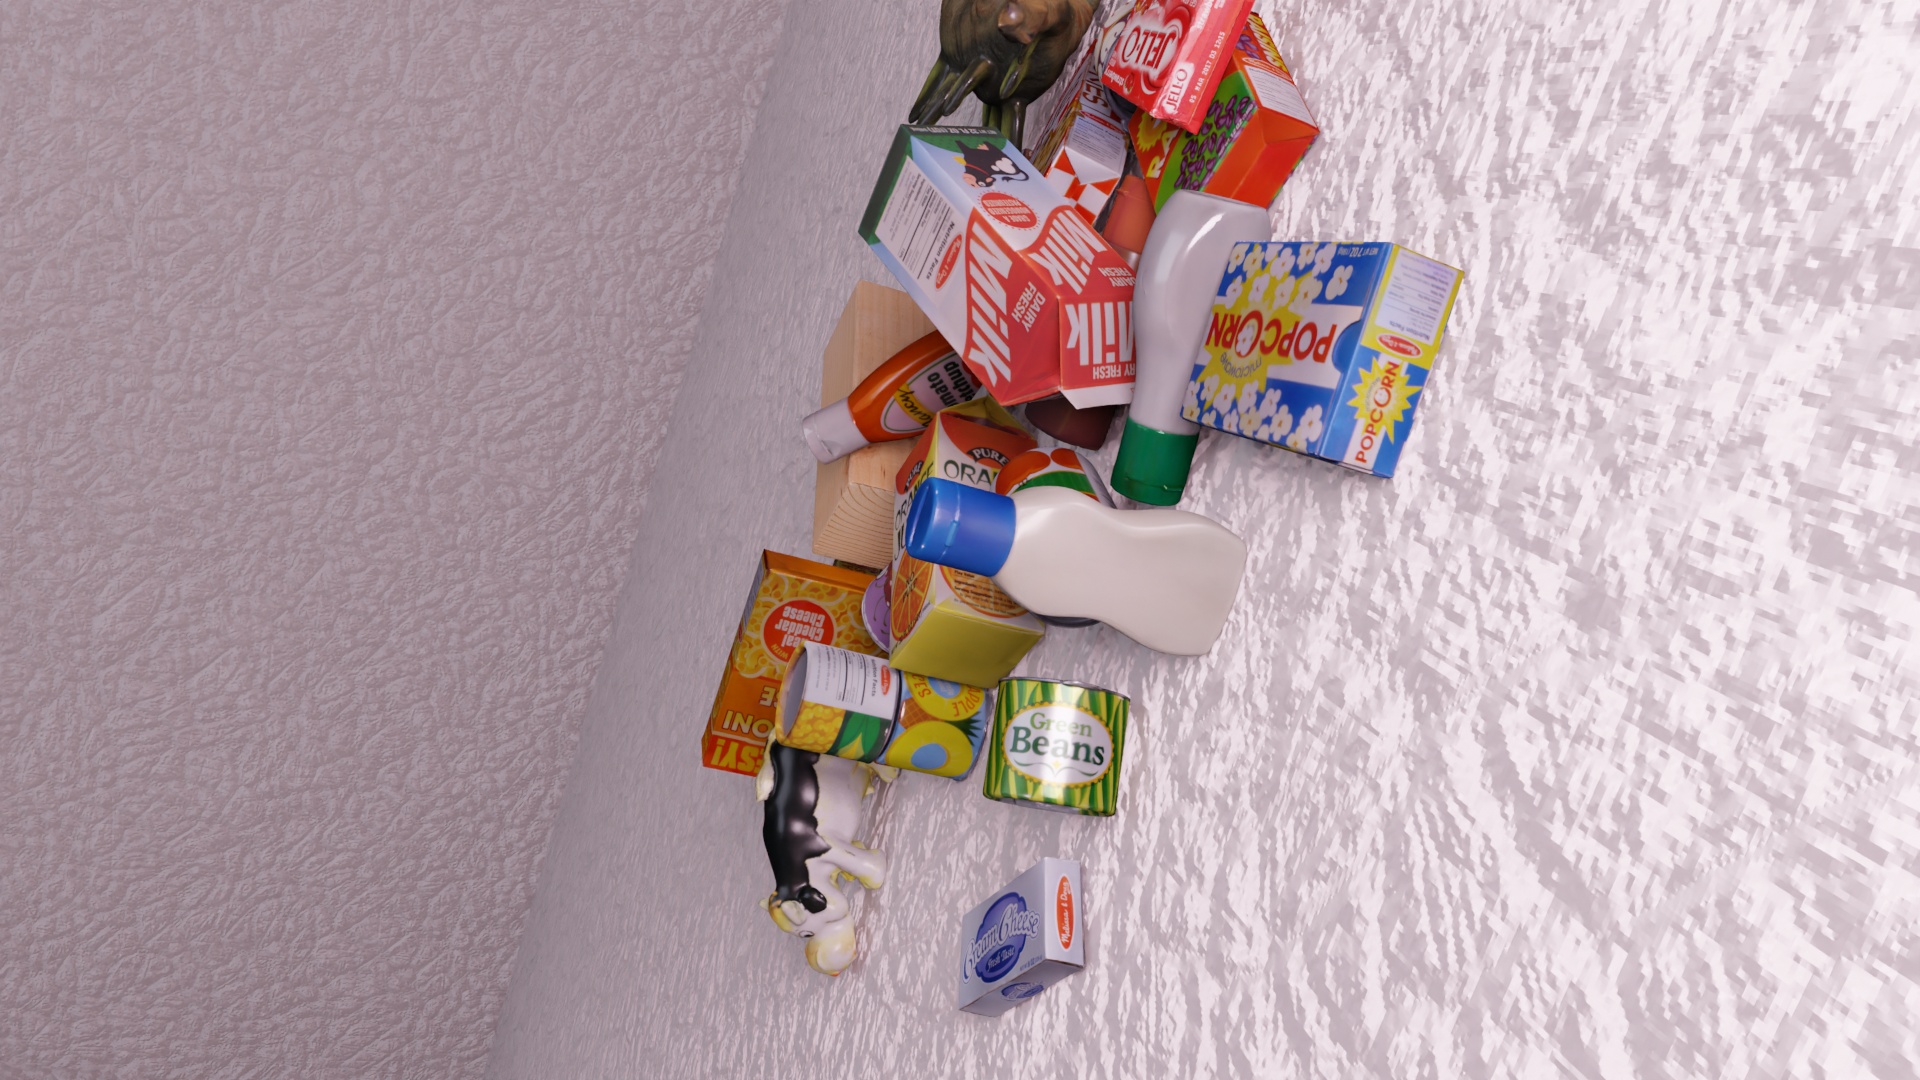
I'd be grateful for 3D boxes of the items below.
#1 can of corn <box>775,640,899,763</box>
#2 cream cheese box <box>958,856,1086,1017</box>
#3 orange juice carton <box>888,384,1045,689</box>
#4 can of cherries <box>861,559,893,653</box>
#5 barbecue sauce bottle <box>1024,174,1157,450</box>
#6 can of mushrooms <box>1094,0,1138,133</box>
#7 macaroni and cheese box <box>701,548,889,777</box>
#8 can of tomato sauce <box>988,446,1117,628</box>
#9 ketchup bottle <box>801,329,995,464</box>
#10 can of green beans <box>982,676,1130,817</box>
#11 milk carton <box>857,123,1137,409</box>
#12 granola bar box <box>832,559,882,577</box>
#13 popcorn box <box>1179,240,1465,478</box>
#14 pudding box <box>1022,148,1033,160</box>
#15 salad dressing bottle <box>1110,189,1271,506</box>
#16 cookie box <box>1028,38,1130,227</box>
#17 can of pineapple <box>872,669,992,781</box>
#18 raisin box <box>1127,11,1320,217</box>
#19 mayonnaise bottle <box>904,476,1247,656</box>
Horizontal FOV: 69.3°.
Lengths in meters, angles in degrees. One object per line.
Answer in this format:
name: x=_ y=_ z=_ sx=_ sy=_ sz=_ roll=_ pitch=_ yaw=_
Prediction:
can of corn: x=-0.078 y=0.101 z=0.856 sx=0.071 sy=0.058 sz=0.071 roll=-163 pitch=89 yaw=-71
cream cheese box: x=0.031 y=0.205 z=0.713 sx=0.103 sy=0.024 sz=0.053 roll=129 pitch=151 yaw=-49
orange juice carton: x=0.003 y=-0.011 z=0.872 sx=0.071 sy=0.073 sz=0.193 roll=126 pitch=152 yaw=-47
can of cherries: x=-0.026 y=0.036 z=0.925 sx=0.058 sy=0.071 sz=0.072 roll=133 pitch=146 yaw=-54
barbecue sauce bottle: x=0.083 y=-0.129 z=0.781 sx=0.065 sy=0.044 sz=0.148 roll=-128 pitch=55 yaw=-63
can of mushrooms: x=0.108 y=-0.265 z=0.774 sx=0.034 sy=0.071 sz=0.070 roll=-98 pitch=30 yaw=-49
macaroni and cheese box: x=-0.109 y=0.100 z=1.028 sx=0.040 sy=0.124 sz=0.165 roll=-113 pitch=41 yaw=-65
can of tomato sauce: x=0.051 y=-0.003 z=0.736 sx=0.083 sy=0.071 sz=0.071 roll=-109 pitch=38 yaw=-59
ketchup bottle: x=-0.036 y=-0.098 z=0.945 sx=0.148 sy=0.064 sz=0.044 roll=-24 pitch=38 yaw=14
can of green beans: x=0.047 y=0.101 z=0.678 sx=0.071 sy=0.071 sz=0.058 roll=155 pitch=126 yaw=-66
milk carton: x=0.031 y=-0.135 z=0.734 sx=0.191 sy=0.072 sz=0.073 roll=53 pitch=134 yaw=28
granola bar box: x=-0.107 y=0.095 z=1.120 sx=0.124 sy=0.039 sz=0.165 roll=-90 pitch=20 yaw=-70
popcorn box: x=0.145 y=-0.079 z=0.580 sx=0.127 sy=0.038 sz=0.085 roll=-145 pitch=72 yaw=-70
pudding box: x=0.038 y=-0.246 z=1.010 sx=0.083 sy=0.030 sz=0.050 roll=164 pitch=118 yaw=-68
salad dressing bottle: x=0.106 y=-0.091 z=0.667 sx=0.044 sy=0.064 sz=0.147 roll=36 pitch=119 yaw=50
cookie box: x=0.061 y=-0.218 z=0.849 sx=0.122 sy=0.040 sz=0.168 roll=-58 pitch=10 yaw=40
can of pineapple: x=-0.021 y=0.112 z=0.871 sx=0.071 sy=0.058 sz=0.071 roll=-164 pitch=89 yaw=-71
raisin box: x=0.131 y=-0.212 z=0.712 sx=0.124 sy=0.040 sz=0.085 roll=-97 pitch=29 yaw=-45
mayonnaise bottle: x=0.050 y=0.007 z=0.612 sx=0.041 sy=0.148 sz=0.064 roll=-131 pitch=58 yaw=-67
